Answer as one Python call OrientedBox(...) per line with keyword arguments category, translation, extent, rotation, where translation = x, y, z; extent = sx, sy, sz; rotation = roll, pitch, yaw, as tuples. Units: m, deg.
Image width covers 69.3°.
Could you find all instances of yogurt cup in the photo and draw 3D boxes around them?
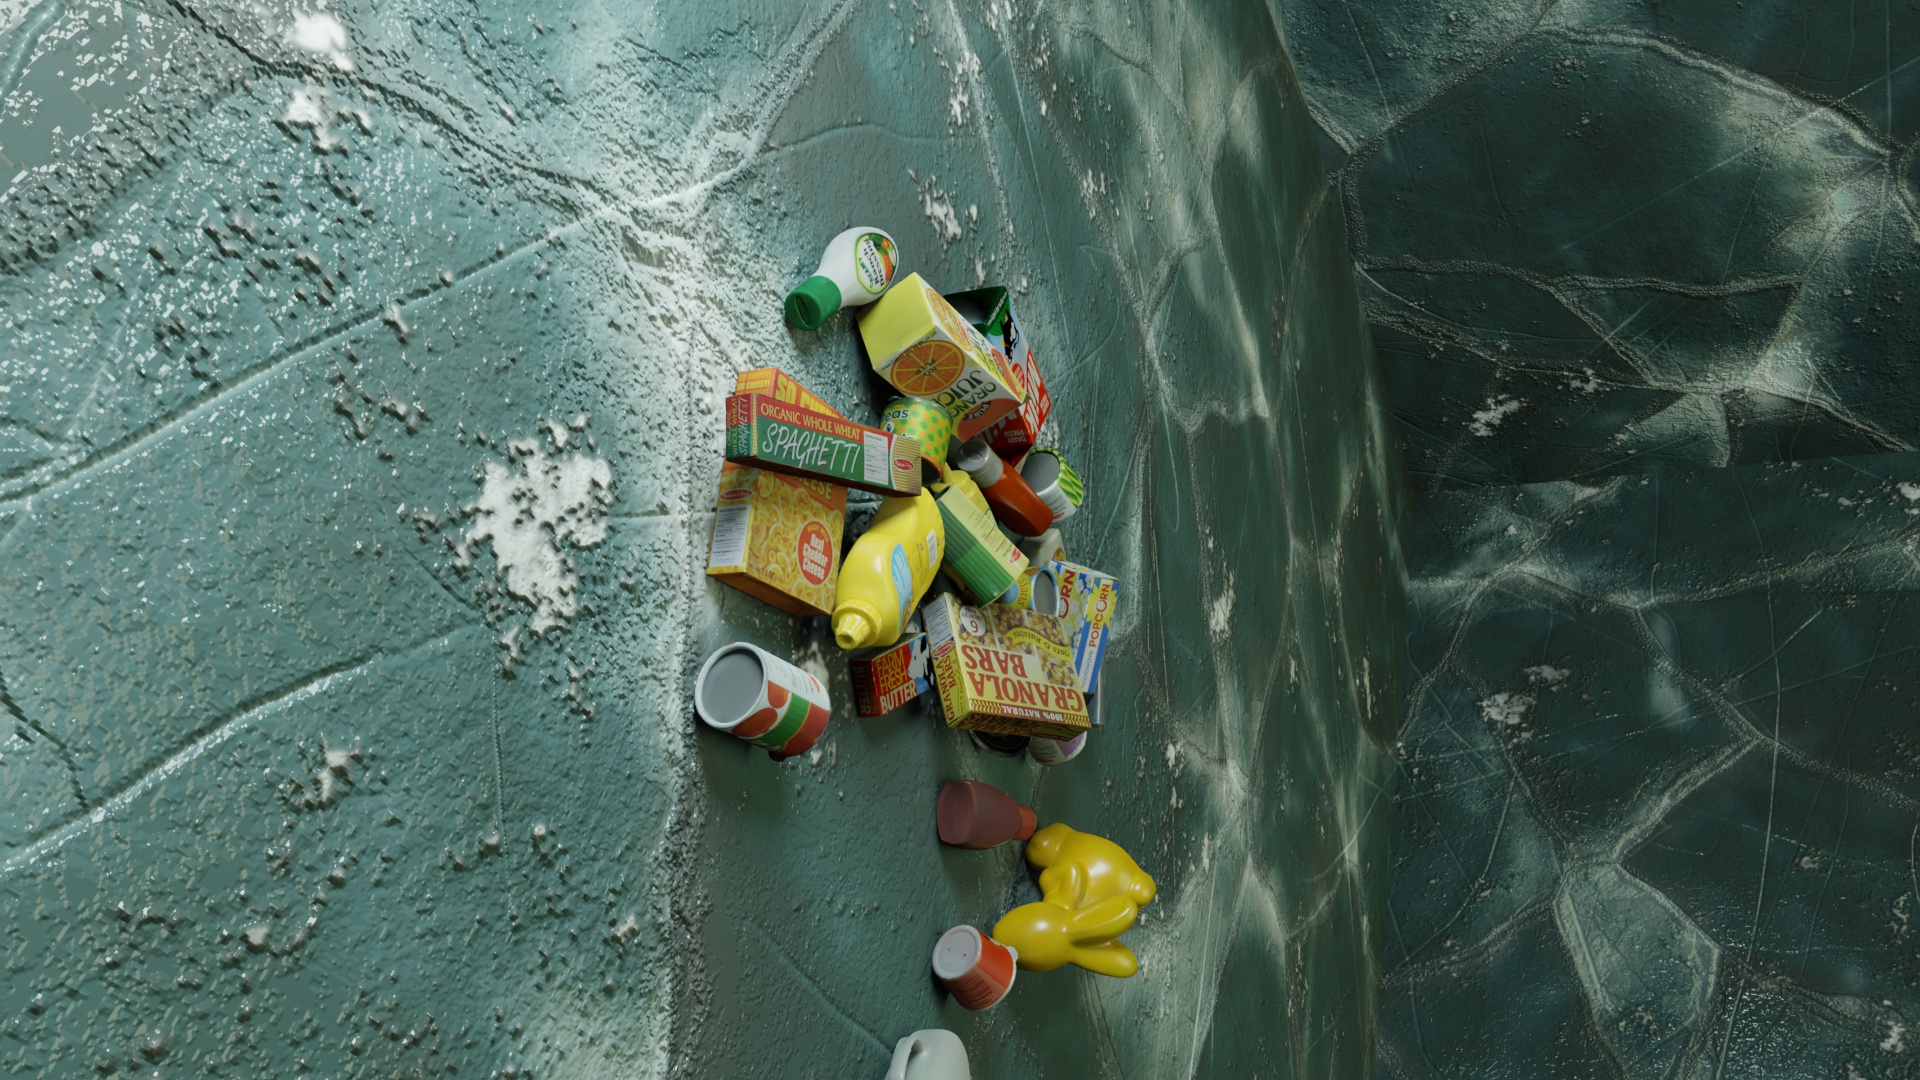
OrientedBox(category="yogurt cup", translation=(0.010, 0.393, 1.286), extent=(0.053, 0.072, 0.073), rotation=(51, 42, -36))

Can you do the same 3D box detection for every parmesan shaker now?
OrientedBox(category="parmesan shaker", translation=(0.006, 0.004, 1.301), extent=(0.103, 0.071, 0.072), rotation=(46, 38, -8))

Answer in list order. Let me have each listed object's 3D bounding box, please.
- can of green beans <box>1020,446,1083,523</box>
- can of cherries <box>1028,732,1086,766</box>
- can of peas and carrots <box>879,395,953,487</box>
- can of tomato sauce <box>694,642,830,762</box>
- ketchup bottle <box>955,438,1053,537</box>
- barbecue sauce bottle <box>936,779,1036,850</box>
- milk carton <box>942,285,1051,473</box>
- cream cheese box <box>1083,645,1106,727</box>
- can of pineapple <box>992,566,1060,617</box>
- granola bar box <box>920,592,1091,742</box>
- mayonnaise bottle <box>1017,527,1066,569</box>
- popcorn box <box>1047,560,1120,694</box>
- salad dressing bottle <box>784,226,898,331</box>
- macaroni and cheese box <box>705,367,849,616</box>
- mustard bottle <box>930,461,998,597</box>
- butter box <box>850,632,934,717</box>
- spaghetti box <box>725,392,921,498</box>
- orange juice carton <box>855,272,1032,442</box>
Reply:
OrientedBox(category="can of green beans", translation=(0.094, -0.061, 1.521), extent=(0.057, 0.071, 0.071), rotation=(48, 44, -48))
OrientedBox(category="can of cherries", translation=(0.094, 0.194, 1.477), extent=(0.058, 0.071, 0.072), rotation=(57, 39, -41))
OrientedBox(category="can of peas and carrots", translation=(-0.045, -0.090, 1.261), extent=(0.070, 0.071, 0.059), rotation=(46, 47, -51))
OrientedBox(category="can of tomato sauce", translation=(-0.147, 0.120, 1.030), extent=(0.083, 0.071, 0.071), rotation=(39, 52, -54))
OrientedBox(category="ketchup bottle", translation=(0.041, -0.053, 1.415), extent=(0.043, 0.065, 0.148), rotation=(-60, 146, -10))
OrientedBox(category="barbecue sauce bottle", translation=(0.029, 0.273, 1.365), extent=(0.148, 0.043, 0.065), rotation=(28, 61, -59))
OrientedBox(category="milk carton", translation=(0.036, -0.157, 1.419), extent=(0.189, 0.073, 0.073), rotation=(65, 34, -34))
OrientedBox(category="cream cheese box", translation=(0.138, 0.161, 1.581), extent=(0.024, 0.053, 0.104), rotation=(29, 61, -60))
OrientedBox(category="can of pineapple", translation=(0.064, 0.061, 1.450), extent=(0.071, 0.058, 0.071), rotation=(17, 70, -58))
OrientedBox(category="granola bar box", translation=(0.044, 0.124, 1.333), extent=(0.165, 0.039, 0.124), rotation=(15, 51, -42))
OrientedBox(category="mayonnaise bottle", translation=(0.103, 0.063, 1.544), extent=(0.065, 0.041, 0.147), rotation=(-43, 123, -54))
OrientedBox(category="popcorn box", translation=(0.118, 0.091, 1.476), extent=(0.038, 0.085, 0.126), rotation=(10, 96, -31))
OrientedBox(category="salad dressing bottle", translation=(-0.102, -0.224, 1.198), extent=(0.148, 0.044, 0.064), rotation=(-54, 130, -52))
OrientedBox(category="macaroni and cheese box", translation=(-0.139, -0.036, 1.099), extent=(0.123, 0.040, 0.167), rotation=(35, 55, -57))
OrientedBox(category="mustard bottle", translation=(0.005, -0.017, 1.361), extent=(0.066, 0.049, 0.159), rotation=(-67, 142, -51))
OrientedBox(category="butter box", translation=(-0.060, 0.119, 1.241), extent=(0.104, 0.024, 0.053), rotation=(-22, 104, -62))
OrientedBox(category="spaghetti box", translation=(-0.102, -0.072, 1.098), extent=(0.250, 0.028, 0.050), rotation=(10, 77, -62))
OrientedBox(category="orange juice carton", translation=(-0.008, -0.158, 1.295), extent=(0.192, 0.071, 0.073), rotation=(36, 27, -49))
